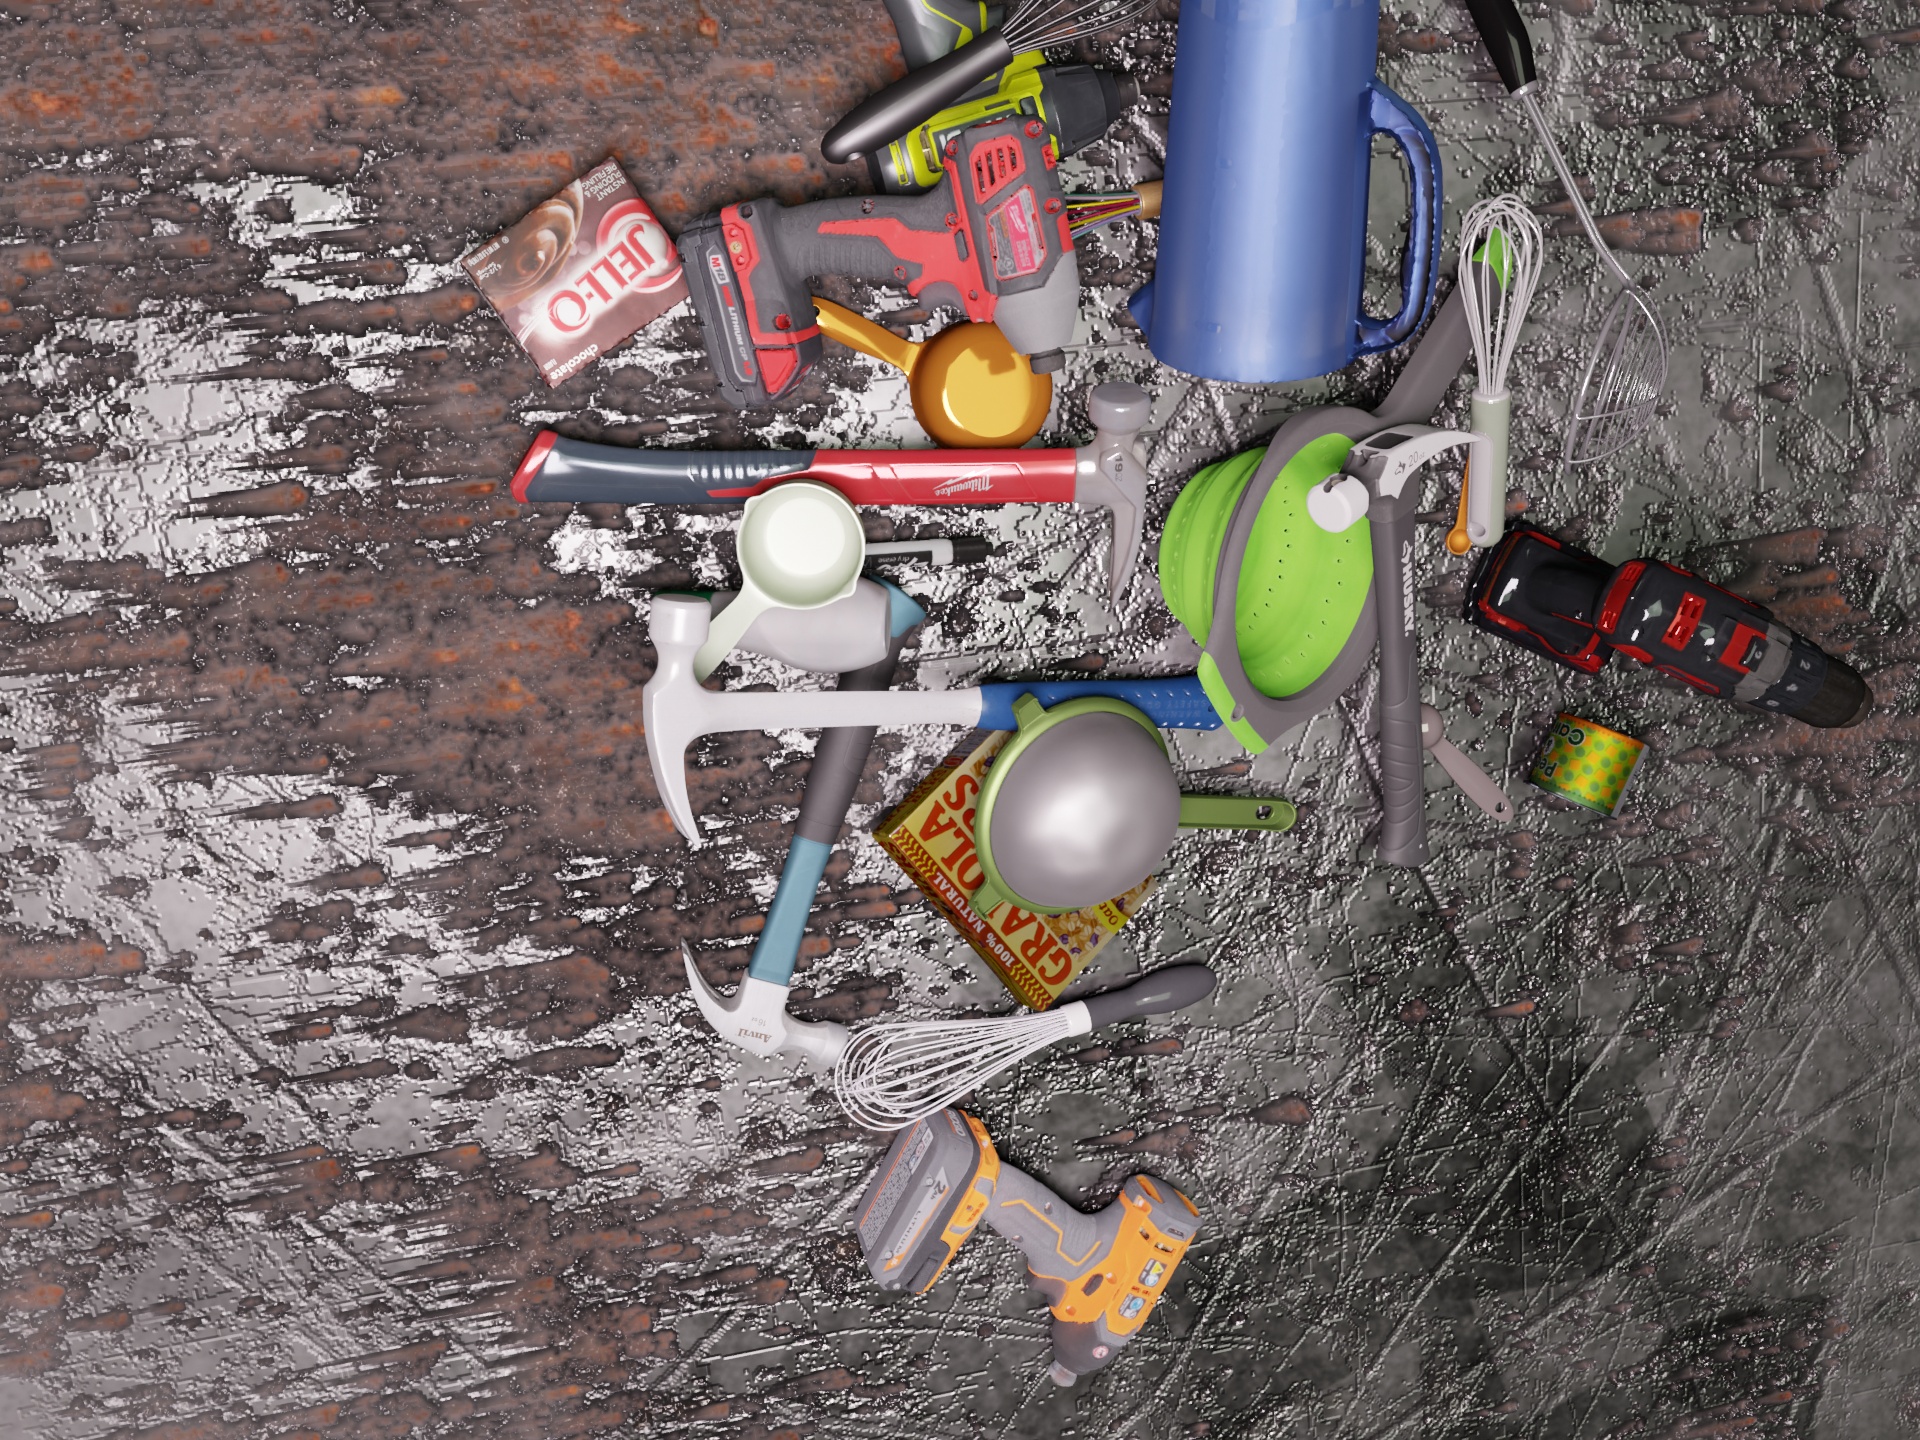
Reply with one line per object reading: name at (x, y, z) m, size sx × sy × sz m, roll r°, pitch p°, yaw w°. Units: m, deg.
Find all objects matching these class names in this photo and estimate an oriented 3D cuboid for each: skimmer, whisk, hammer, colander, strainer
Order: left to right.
hammer at (-0.092, 0.066, 1.056) m, size 0.128 × 0.033 × 0.331 m, roll 17°, pitch 98°, yaw -16°
hammer at (-0.079, -0.137, 0.987) m, size 0.386 × 0.038 × 0.143 m, roll -1°, pitch 125°, yaw -2°
hammer at (-0.002, -0.003, 0.995) m, size 0.405 × 0.035 × 0.144 m, roll -1°, pitch 105°, yaw -29°
whisk at (0.024, -0.384, 0.905) m, size 0.239 × 0.055 × 0.055 m, roll -31°, pitch 106°, yaw 4°
whisk at (0.050, 0.215, 1.104) m, size 0.284 × 0.070 × 0.070 m, roll -14°, pitch 105°, yaw -15°
whisk at (0.093, -0.320, 1.005) m, size 0.245 × 0.047 × 0.051 m, roll -15°, pitch 103°, yaw -11°
strainer at (0.133, 0.068, 1.035) m, size 0.256 × 0.069 × 0.151 m, roll 3°, pitch 107°, yaw -30°
colander at (0.238, -0.171, 1.045) m, size 0.397 × 0.095 × 0.204 m, roll -57°, pitch 138°, yaw -14°
hammer at (0.295, -0.038, 1.062) m, size 0.146 × 0.035 × 0.334 m, roll -36°, pitch 129°, yaw -32°
whisk at (0.344, -0.219, 1.032) m, size 0.059 × 0.058 × 0.246 m, roll -32°, pitch 131°, yaw -26°
skimmer at (0.370, -0.343, 1.048) m, size 0.090 × 0.127 × 0.363 m, roll -23°, pitch 96°, yaw 36°

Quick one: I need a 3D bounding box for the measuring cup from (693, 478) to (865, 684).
measuring cup at (-0.124, -0.076, 0.964) m, size 0.083 × 0.038 × 0.167 m, roll 41°, pitch 106°, yaw -12°

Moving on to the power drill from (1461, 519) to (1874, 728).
power drill at (0.456, -0.058, 1.038) m, size 0.187 × 0.227 × 0.080 m, roll 21°, pitch 97°, yaw -15°

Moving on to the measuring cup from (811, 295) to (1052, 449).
measuring cup at (-0.022, -0.225, 0.995) m, size 0.173 × 0.052 × 0.095 m, roll 22°, pitch 97°, yaw -17°

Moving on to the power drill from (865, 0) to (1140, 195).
power drill at (0.005, -0.438, 0.946) m, size 0.171 × 0.080 × 0.223 m, roll -19°, pitch 109°, yaw -6°

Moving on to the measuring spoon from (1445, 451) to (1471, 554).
measuring spoon at (0.358, -0.173, 1.109) m, size 0.021 × 0.011 × 0.117 m, roll 10°, pitch 96°, yaw -19°

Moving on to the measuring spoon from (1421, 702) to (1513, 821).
measuring spoon at (0.363, 0.034, 1.149) m, size 0.124 × 0.018 × 0.034 m, roll 42°, pitch 91°, yaw -17°

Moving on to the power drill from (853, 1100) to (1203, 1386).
power drill at (0.042, 0.378, 1.128) m, size 0.226 × 0.084 × 0.164 m, roll 26°, pitch 96°, yaw -19°

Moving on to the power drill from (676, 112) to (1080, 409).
power drill at (-0.040, -0.256, 0.929) m, size 0.219 × 0.078 × 0.143 m, roll -10°, pitch 109°, yaw 15°
